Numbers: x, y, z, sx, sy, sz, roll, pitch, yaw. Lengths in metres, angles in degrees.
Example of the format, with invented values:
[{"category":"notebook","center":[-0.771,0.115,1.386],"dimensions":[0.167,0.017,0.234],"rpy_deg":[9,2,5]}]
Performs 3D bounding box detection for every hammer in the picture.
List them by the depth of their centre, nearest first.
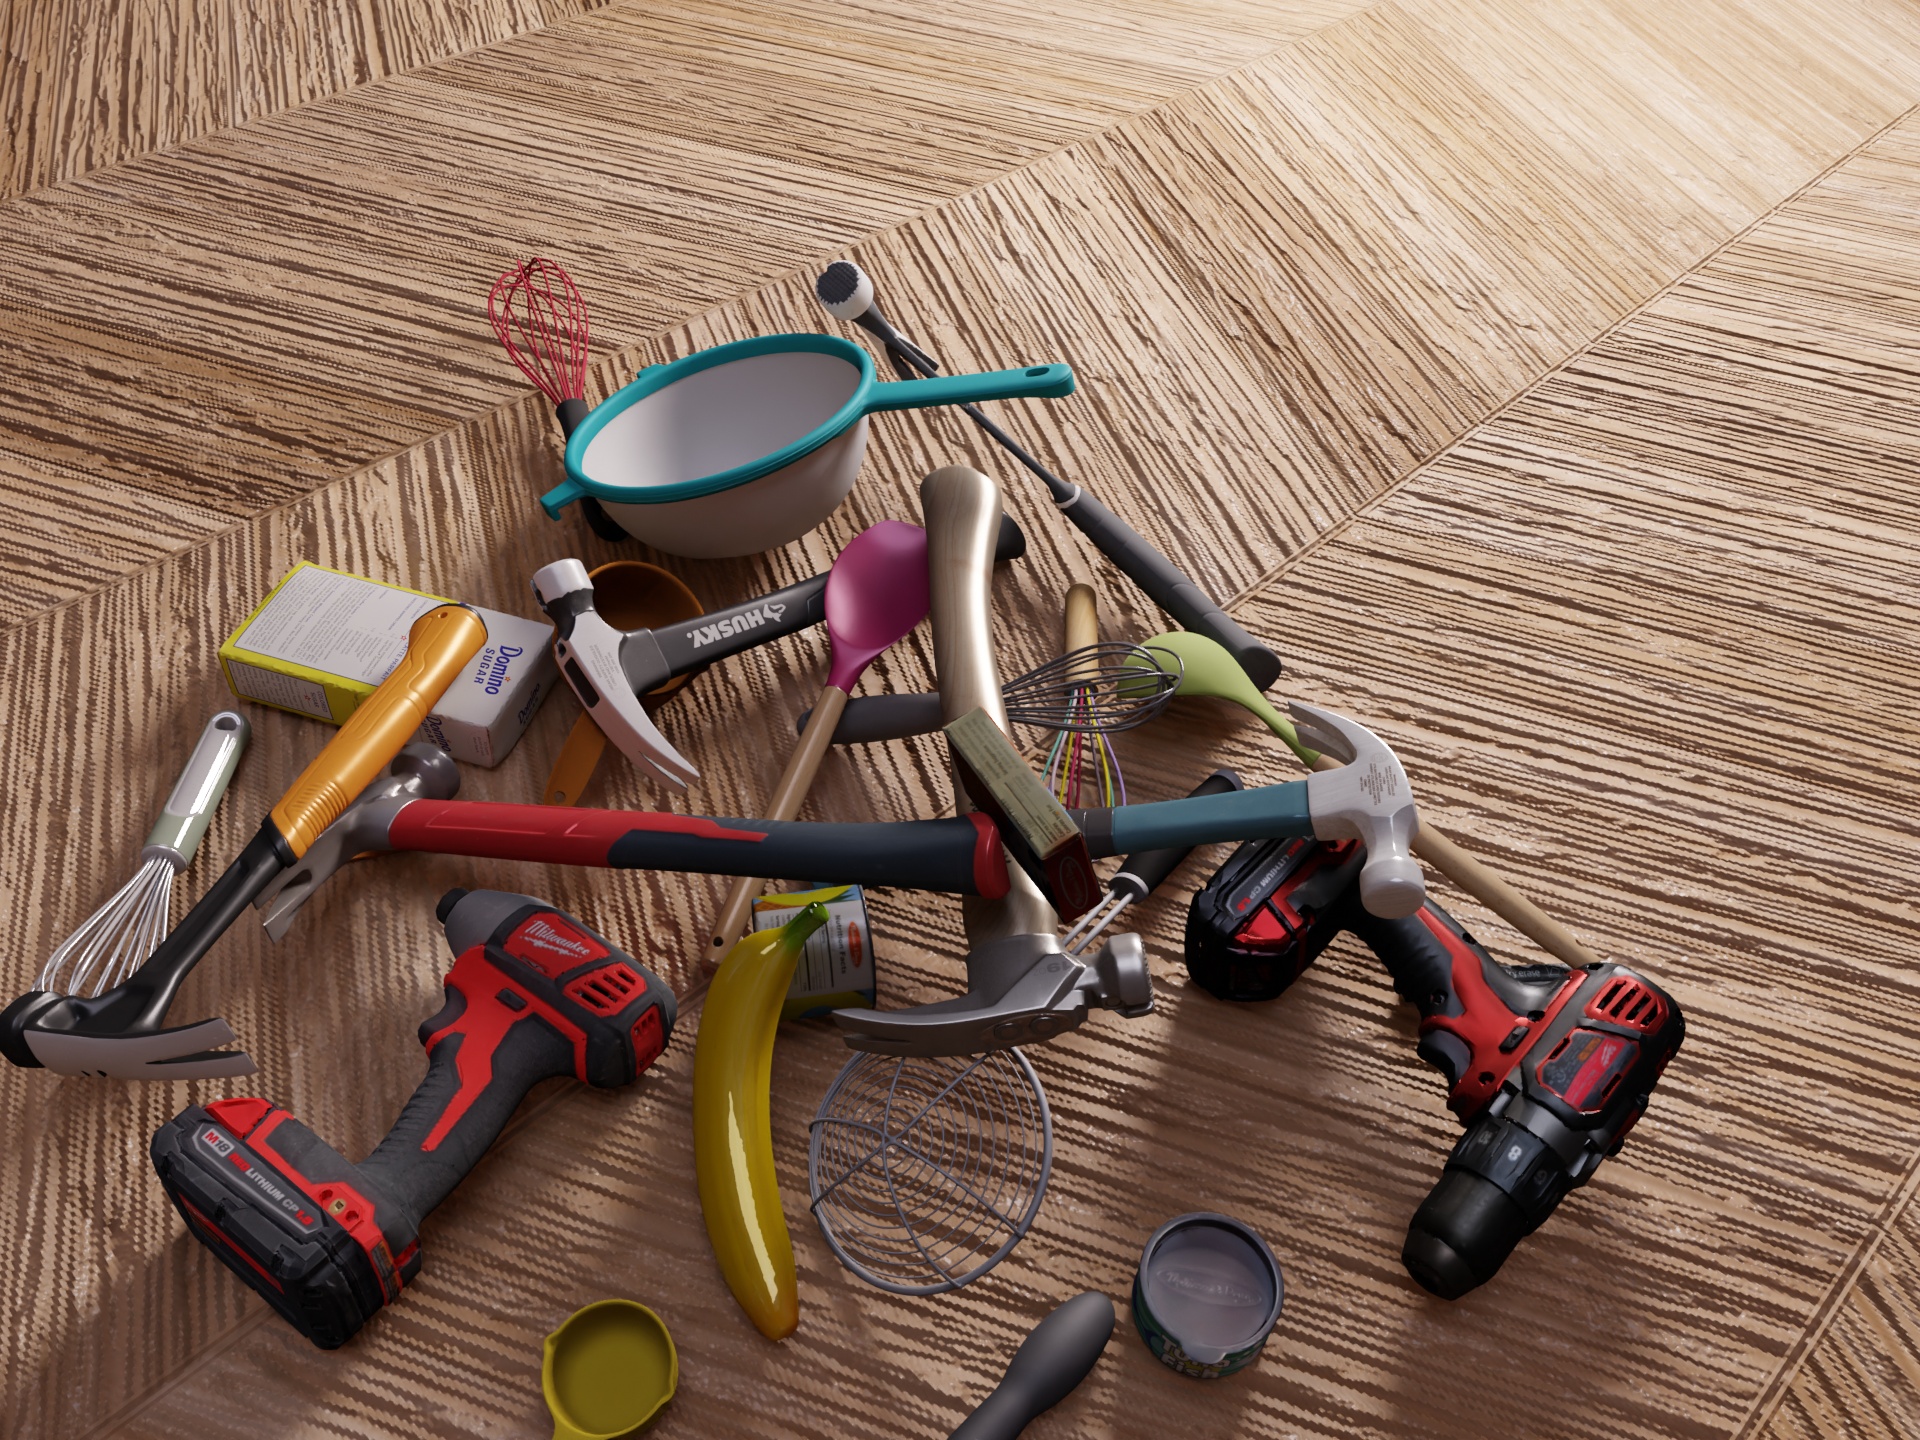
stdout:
[{"category":"hammer","center":[-0.164,0.068,0.785],"dimensions":[0.386,0.038,0.143],"rpy_deg":[2,32,23]},{"category":"hammer","center":[-0.326,0.044,0.808],"dimensions":[0.127,0.034,0.337],"rpy_deg":[-1,37,19]},{"category":"hammer","center":[0.069,0.061,0.835],"dimensions":[0.331,0.033,0.128],"rpy_deg":[-8,44,18]},{"category":"hammer","center":[-0.001,-0.003,0.863],"dimensions":[0.146,0.038,0.411],"rpy_deg":[-11,45,4]},{"category":"hammer","center":[-0.087,-0.070,0.988],"dimensions":[0.335,0.035,0.146],"rpy_deg":[-23,83,-36]},{"category":"hammer","center":[0.061,-0.160,1.079],"dimensions":[0.036,0.149,0.409],"rpy_deg":[-47,68,5]}]

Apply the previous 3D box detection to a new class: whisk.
[{"category":"whisk","center":[-0.026,0.332,0.645],"dimensions":[0.070,0.070,0.284],"rpy_deg":[35,49,25]},{"category":"whisk","center":[-0.430,0.081,0.852],"dimensions":[0.057,0.059,0.247],"rpy_deg":[11,42,-10]},{"category":"whisk","center":[0.014,-0.011,0.931],"dimensions":[0.239,0.055,0.055],"rpy_deg":[-7,45,18]},{"category":"whisk","center":[0.070,-0.001,0.969],"dimensions":[0.051,0.047,0.245],"rpy_deg":[6,43,-2]},{"category":"whisk","center":[-0.285,-0.237,1.150],"dimensions":[0.073,0.073,0.296],"rpy_deg":[-15,56,-17]}]

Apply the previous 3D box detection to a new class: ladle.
[{"category":"ladle","center":[0.222,0.049,0.921],"dimensions":[0.320,0.062,0.078],"rpy_deg":[40,22,24]}]

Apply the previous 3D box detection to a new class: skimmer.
[{"category":"skimmer","center":[0.058,0.143,0.838],"dimensions":[0.127,0.090,0.363],"rpy_deg":[15,35,32]}]

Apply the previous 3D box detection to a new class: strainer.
[{"category":"strainer","center":[-0.086,-0.172,1.038],"dimensions":[0.340,0.095,0.211],"rpy_deg":[-3,38,17]}]

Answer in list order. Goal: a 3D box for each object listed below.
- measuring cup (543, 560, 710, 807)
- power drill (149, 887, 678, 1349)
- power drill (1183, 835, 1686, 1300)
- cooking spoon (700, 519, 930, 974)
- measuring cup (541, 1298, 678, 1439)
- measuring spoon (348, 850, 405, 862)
[{"category":"measuring cup","center":[-0.214,-0.011,0.943],"dimensions":[0.095,0.052,0.174],"rpy_deg":[29,61,-19]},{"category":"power drill","center":[-0.258,0.171,0.763],"dimensions":[0.143,0.078,0.220],"rpy_deg":[30,49,21]},{"category":"power drill","center":[0.218,0.155,0.797],"dimensions":[0.227,0.080,0.188],"rpy_deg":[36,67,27]},{"category":"cooking spoon","center":[-0.082,0.005,0.923],"dimensions":[0.069,0.017,0.319],"rpy_deg":[17,59,8]},{"category":"measuring cup","center":[-0.168,0.324,0.667],"dimensions":[0.062,0.029,0.157],"rpy_deg":[17,60,12]},{"category":"measuring spoon","center":[-0.343,0.069,0.891],"dimensions":[0.117,0.011,0.021],"rpy_deg":[-6,48,-10]}]
